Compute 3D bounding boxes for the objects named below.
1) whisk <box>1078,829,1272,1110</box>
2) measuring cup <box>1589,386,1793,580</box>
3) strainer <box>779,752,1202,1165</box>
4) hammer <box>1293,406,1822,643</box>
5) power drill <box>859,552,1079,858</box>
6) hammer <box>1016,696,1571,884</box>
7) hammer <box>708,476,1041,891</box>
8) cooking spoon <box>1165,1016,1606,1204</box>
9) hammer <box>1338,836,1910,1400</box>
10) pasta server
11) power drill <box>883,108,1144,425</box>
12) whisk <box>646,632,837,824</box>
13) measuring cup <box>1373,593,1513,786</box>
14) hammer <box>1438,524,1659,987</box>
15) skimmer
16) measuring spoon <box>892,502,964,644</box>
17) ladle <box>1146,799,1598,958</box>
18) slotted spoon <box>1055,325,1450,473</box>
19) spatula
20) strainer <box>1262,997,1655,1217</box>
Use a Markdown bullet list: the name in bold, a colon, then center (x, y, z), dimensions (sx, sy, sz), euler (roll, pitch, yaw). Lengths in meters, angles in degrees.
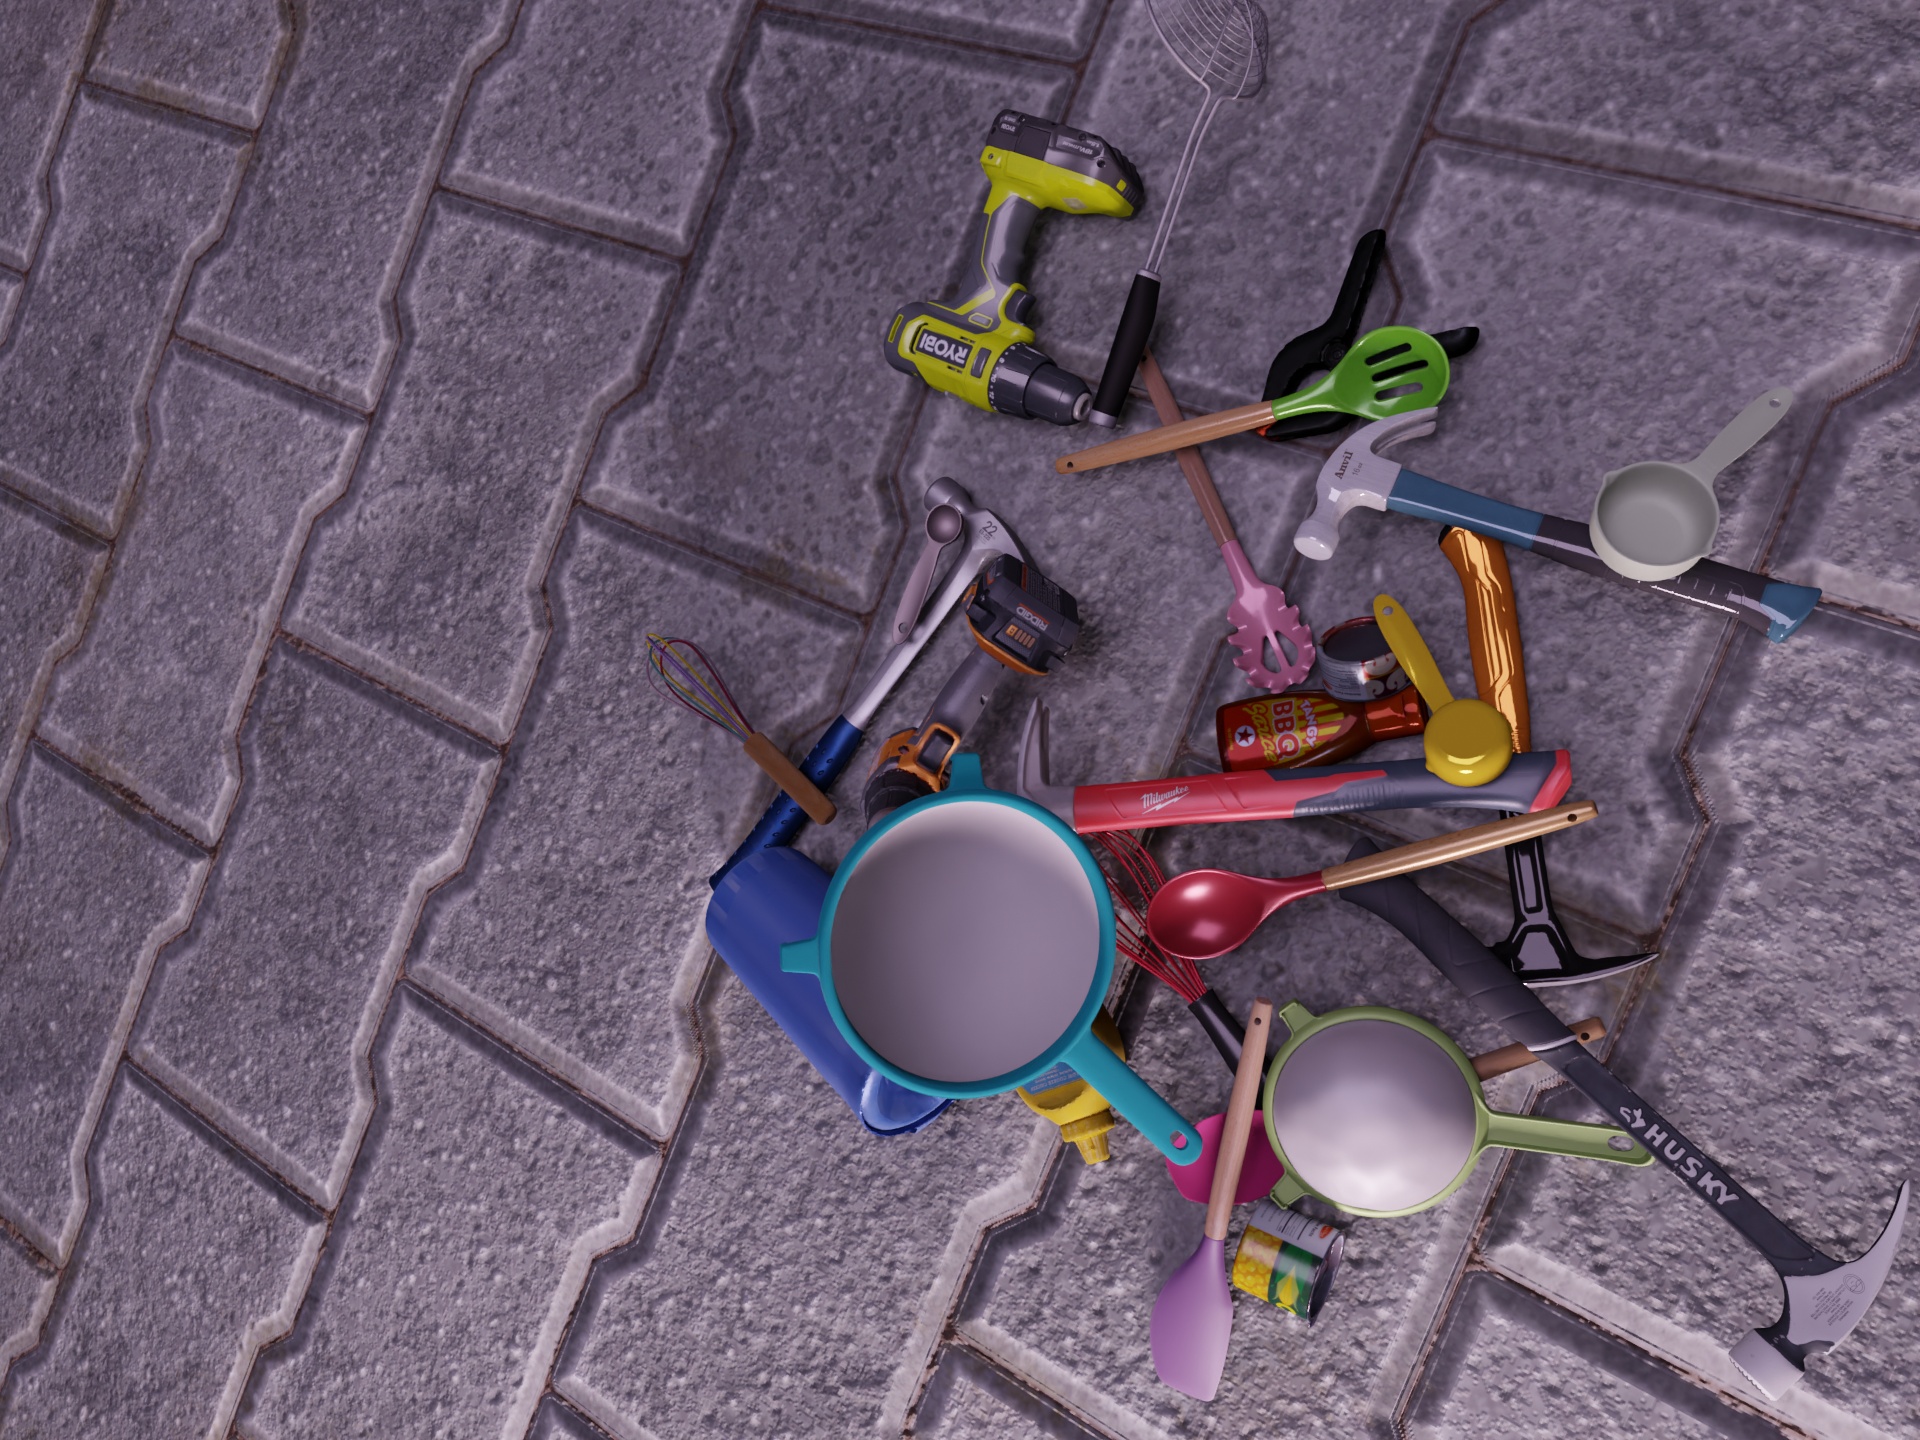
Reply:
- **whisk**: center (0.166, 0.191, 1.186), dimensions (0.073, 0.073, 0.296), euler (-41, 74, 17)
- **measuring cup**: center (0.484, -0.157, 1.045), dimensions (0.167, 0.038, 0.083), euler (-41, 68, -8)
- **strainer**: center (0.040, 0.193, 1.130), dimensions (0.340, 0.095, 0.211), euler (45, 80, -14)
- **hammer**: center (0.407, -0.123, 1.085), dimensions (0.331, 0.033, 0.128), euler (21, 75, 18)
- **power drill**: center (-0.002, -0.004, 1.206), dimensions (0.084, 0.185, 0.226), euler (33, 105, -7)
- **hammer**: center (0.226, 0.037, 1.128), dimensions (0.386, 0.038, 0.143), euler (-6, 69, 21)
- **hammer**: center (-0.081, -0.003, 1.345), dimensions (0.144, 0.035, 0.405), euler (42, 103, 25)
- **cooking spoon**: center (0.293, 0.269, 1.114), dimensions (0.319, 0.017, 0.069), euler (-25, 93, 16)
- **hammer**: center (0.400, 0.218, 1.021), dimensions (0.149, 0.036, 0.409), euler (-47, 59, 5)
- **pasta server**: center (0.194, -0.161, 1.223), dimensions (0.060, 0.040, 0.316), euler (-26, 71, 15)
- **power drill**: center (0.057, -0.362, 1.300), dimensions (0.191, 0.080, 0.228), euler (28, 99, 28)
- **whisk**: center (-0.191, 0.005, 1.363), dimensions (0.245, 0.051, 0.047), euler (43, 124, 21)
- **measuring cup**: center (0.318, -0.028, 1.076), dimensions (0.062, 0.029, 0.157), euler (-28, 63, 9)
- **hammer**: center (0.389, 0.014, 1.105), dimensions (0.127, 0.034, 0.337), euler (-11, 79, 26)
- **skimmer**: center (0.151, -0.413, 1.252), dimensions (0.090, 0.127, 0.363), euler (32, 108, 52)
- **measuring spoon**: center (-0.027, -0.119, 1.307), dimensions (0.034, 0.018, 0.124), euler (29, 104, 28)
- **ladle**: center (0.273, 0.102, 1.086), dimensions (0.315, 0.031, 0.069), euler (-20, 105, 28)
- **slotted spoon**: center (0.212, -0.229, 1.195), dimensions (0.314, 0.031, 0.070), euler (-11, 107, 30)
- **spatula**: center (0.184, 0.344, 1.138), dimensions (0.060, 0.018, 0.316), euler (16, 106, 24)
- **strainer**: center (0.329, 0.277, 1.059), dimensions (0.256, 0.069, 0.151), euler (4, 98, 16)
